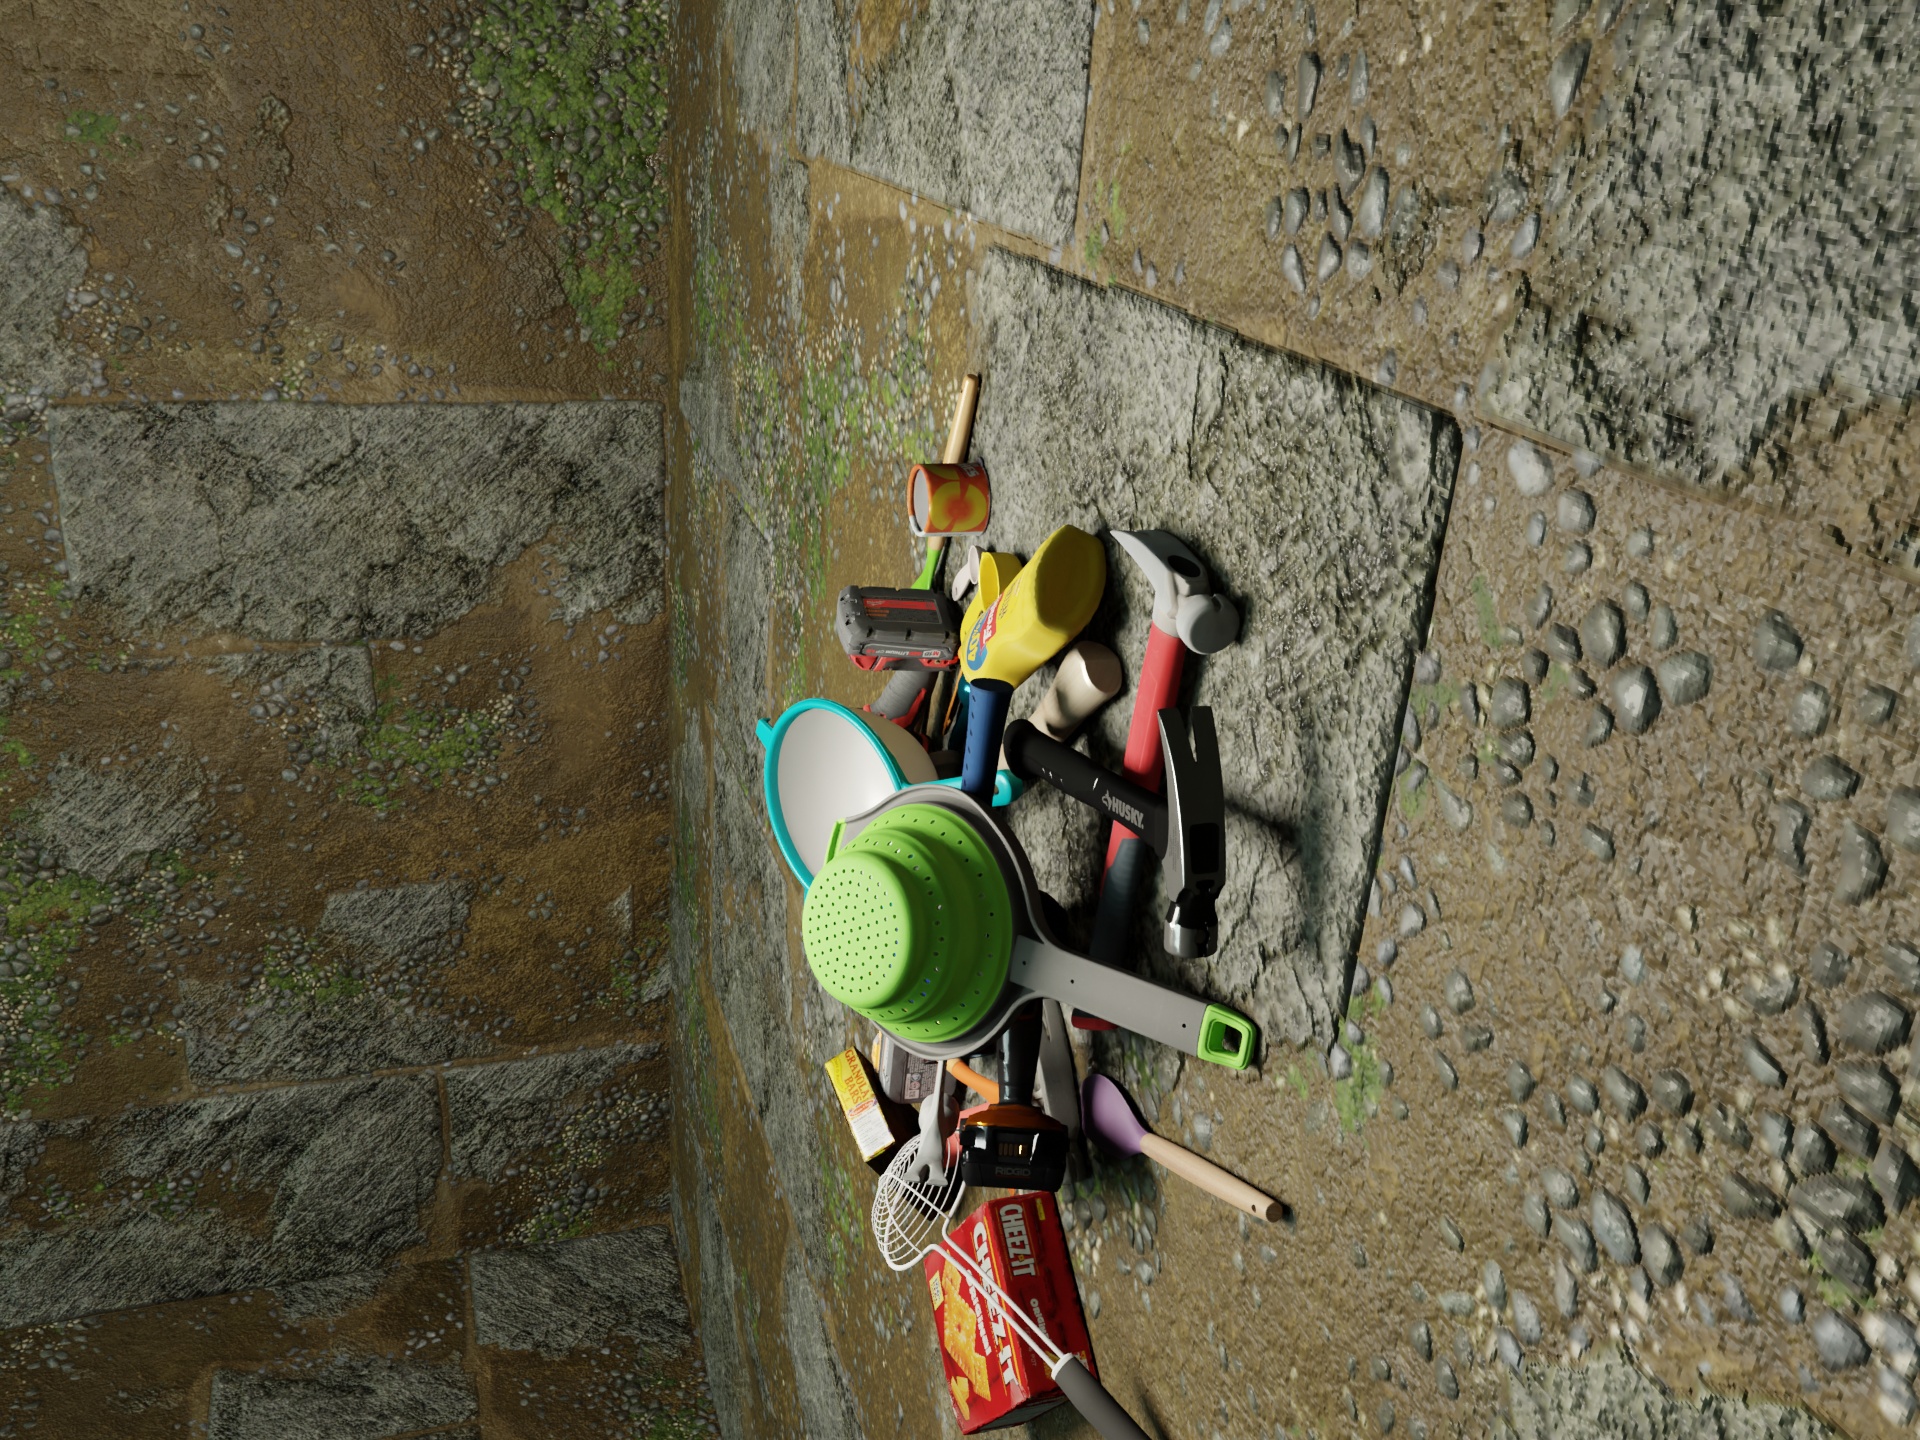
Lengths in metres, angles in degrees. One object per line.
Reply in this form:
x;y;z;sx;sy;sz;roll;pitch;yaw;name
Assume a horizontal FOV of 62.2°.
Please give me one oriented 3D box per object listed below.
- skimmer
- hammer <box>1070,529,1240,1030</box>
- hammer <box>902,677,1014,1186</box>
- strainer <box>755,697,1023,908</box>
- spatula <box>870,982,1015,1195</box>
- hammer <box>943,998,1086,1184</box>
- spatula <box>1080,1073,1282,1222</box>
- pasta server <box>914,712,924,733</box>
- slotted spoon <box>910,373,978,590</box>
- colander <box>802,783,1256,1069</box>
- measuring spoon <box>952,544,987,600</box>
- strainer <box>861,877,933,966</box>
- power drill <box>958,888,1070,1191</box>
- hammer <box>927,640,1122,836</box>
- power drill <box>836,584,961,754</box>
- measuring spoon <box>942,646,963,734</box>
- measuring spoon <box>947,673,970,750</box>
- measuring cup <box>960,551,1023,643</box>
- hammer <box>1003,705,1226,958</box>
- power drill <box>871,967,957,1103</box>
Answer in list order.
0.054;0.469;1.272;0.364;0.090;0.127;38;96;35;skimmer
0.117;0.057;1.130;0.143;0.038;0.386;-119;31;-54;hammer
-0.001;0.169;1.234;0.144;0.035;0.405;-71;-12;-75;hammer
-0.042;0.065;1.426;0.340;0.095;0.211;-11;95;48;strainer
-0.022;0.301;1.424;0.323;0.041;0.081;32;124;51;spatula
0.029;0.357;1.455;0.359;0.036;0.149;132;131;-64;hammer
0.145;0.304;1.129;0.316;0.018;0.060;178;89;-72;spatula
-0.058;0.071;1.676;0.060;0.040;0.316;-117;33;-50;pasta server
-0.020;-0.188;1.506;0.070;0.031;0.313;-111;26;-45;slotted spoon
0.014;0.166;1.104;0.397;0.094;0.204;15;99;39;colander
0.010;-0.131;1.453;0.124;0.018;0.034;138;127;-75;measuring spoon
-0.066;0.166;1.595;0.151;0.069;0.257;-52;20;14;strainer
0.045;0.241;1.220;0.164;0.084;0.227;86;-173;-75;power drill
0.047;0.041;1.338;0.410;0.038;0.146;132;130;-64;hammer
-0.081;-0.019;1.542;0.079;0.143;0.219;-106;23;-49;power drill
-0.006;-0.029;1.500;0.021;0.011;0.116;-51;-17;-44;measuring spoon
-0.002;-0.005;1.494;0.128;0.021;0.042;114;147;-53;measuring spoon
0.027;-0.099;1.392;0.156;0.029;0.062;121;141;-69;measuring cup
0.094;0.040;1.080;0.335;0.035;0.146;-149;57;-70;hammer
-0.059;0.259;1.637;0.226;0.084;0.185;-121;34;-62;power drill
